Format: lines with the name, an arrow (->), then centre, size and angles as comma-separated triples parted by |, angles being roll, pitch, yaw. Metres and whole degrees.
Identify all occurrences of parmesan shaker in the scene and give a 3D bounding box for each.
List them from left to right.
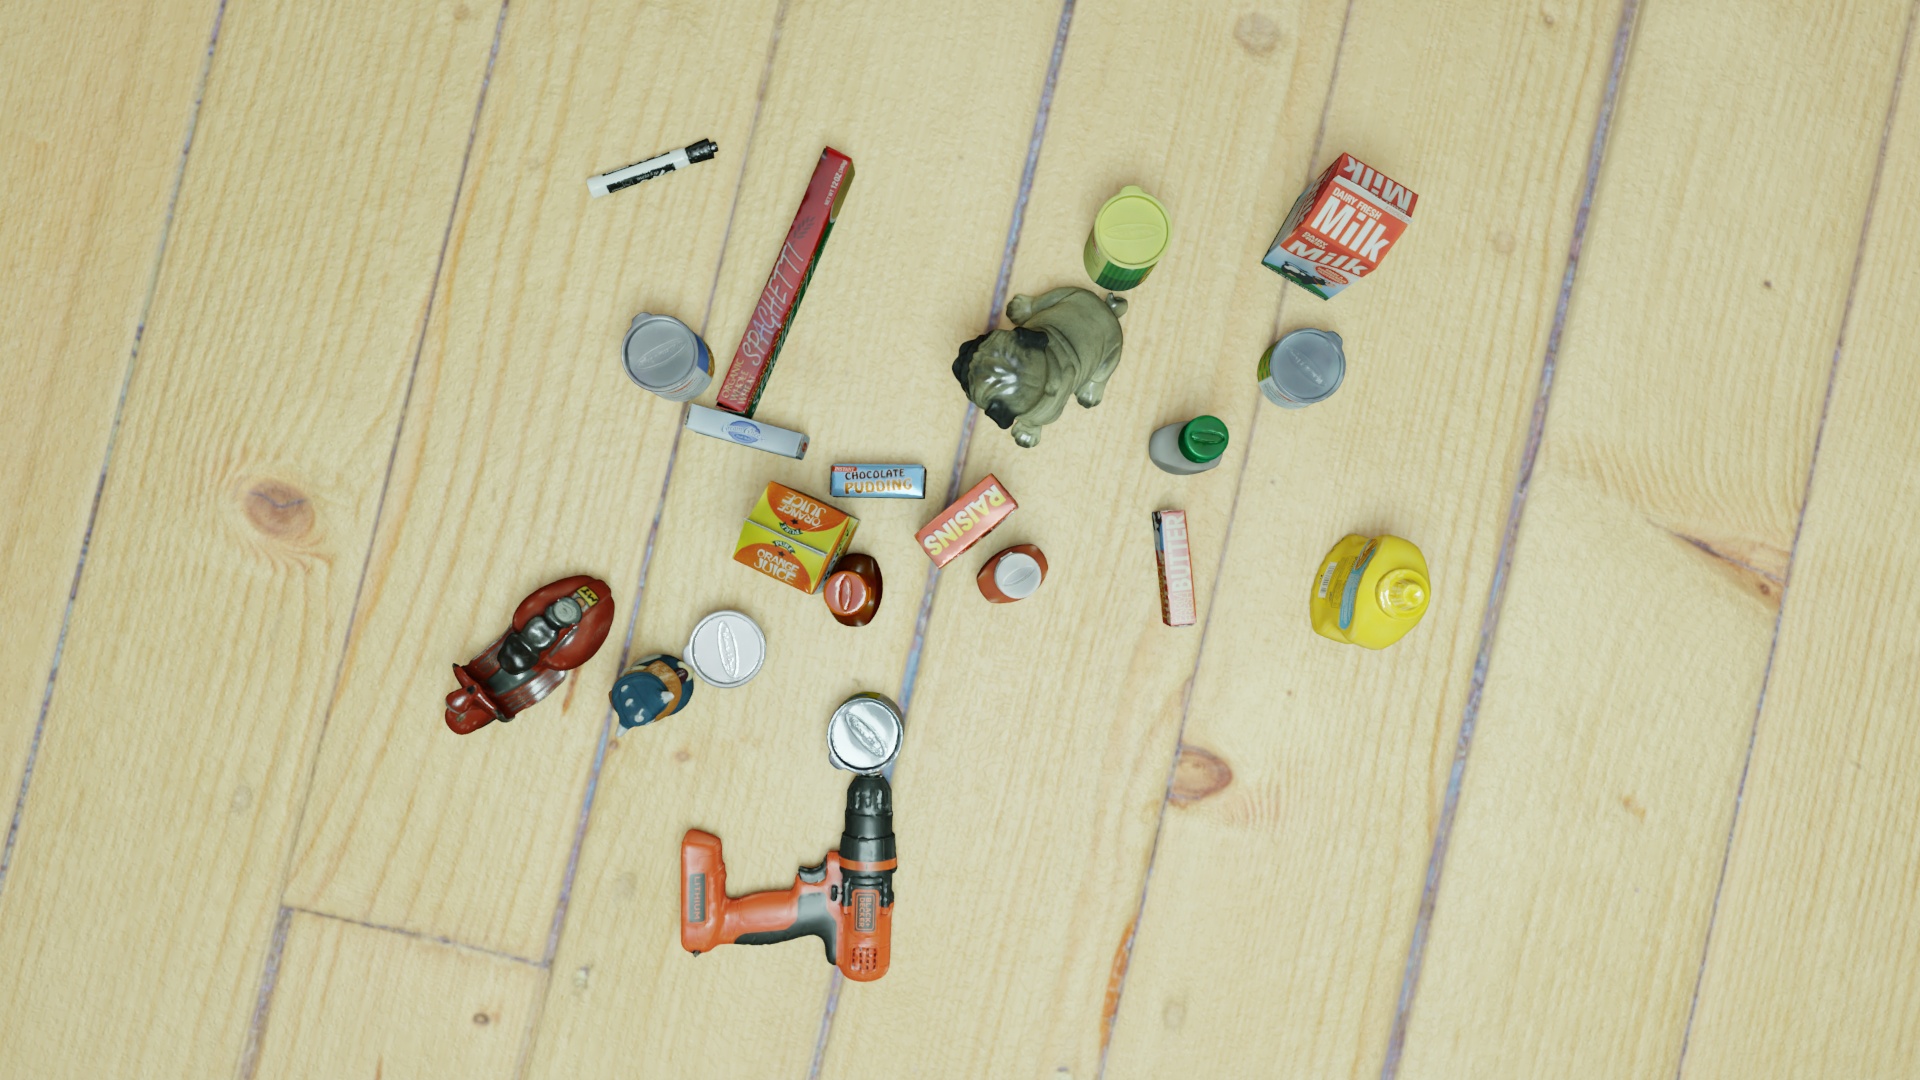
parmesan shaker -> 0.145, -0.262, 1.213 | 0.071, 0.103, 0.071 | 0, 89, 0

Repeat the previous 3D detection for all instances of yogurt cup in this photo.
yogurt cup -> -0.202, 0.095, 1.227 | 0.072, 0.054, 0.072 | 0, 89, 0

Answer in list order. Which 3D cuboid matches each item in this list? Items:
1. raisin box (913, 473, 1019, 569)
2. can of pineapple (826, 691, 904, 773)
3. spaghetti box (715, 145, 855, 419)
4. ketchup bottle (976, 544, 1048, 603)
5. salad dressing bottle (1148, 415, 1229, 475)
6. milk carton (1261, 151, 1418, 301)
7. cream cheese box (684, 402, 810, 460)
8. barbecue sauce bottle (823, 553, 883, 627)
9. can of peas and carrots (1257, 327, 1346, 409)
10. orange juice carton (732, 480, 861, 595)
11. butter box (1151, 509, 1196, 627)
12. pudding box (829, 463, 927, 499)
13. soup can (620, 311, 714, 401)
raisin box -> 0.004, -0.015, 1.196 | 0.086, 0.123, 0.040 | -38, 90, -1
can of pineapple -> -0.084, 0.169, 1.224 | 0.071, 0.058, 0.071 | 0, 89, 0
spaghetti box -> -0.155, -0.226, 1.237 | 0.029, 0.050, 0.250 | 23, 89, 0
ketchup bottle -> 0.045, 0.028, 1.183 | 0.065, 0.149, 0.043 | -31, 90, -1
salad dressing bottle -> 0.198, -0.082, 1.187 | 0.064, 0.147, 0.044 | 7, 89, 0
milk carton -> 0.321, -0.265, 1.171 | 0.072, 0.190, 0.073 | 30, 89, 0
cream cheese box -> -0.188, -0.095, 1.232 | 0.104, 0.053, 0.024 | 15, 89, 0
barbecue sauce bottle -> -0.091, 0.043, 1.182 | 0.044, 0.148, 0.065 | 4, 89, 0
can of peas and carrots -> 0.303, -0.154, 1.234 | 0.071, 0.058, 0.071 | 0, 89, 0
orange juice carton -> -0.136, -0.002, 1.161 | 0.072, 0.192, 0.073 | 25, 89, 0
butter box -> 0.189, 0.024, 1.232 | 0.024, 0.053, 0.103 | -6, 89, 0
pudding box -> -0.072, -0.052, 1.234 | 0.084, 0.049, 0.030 | 1, 89, 0
soup can -> -0.256, -0.161, 1.218 | 0.071, 0.084, 0.071 | 0, 89, 0
